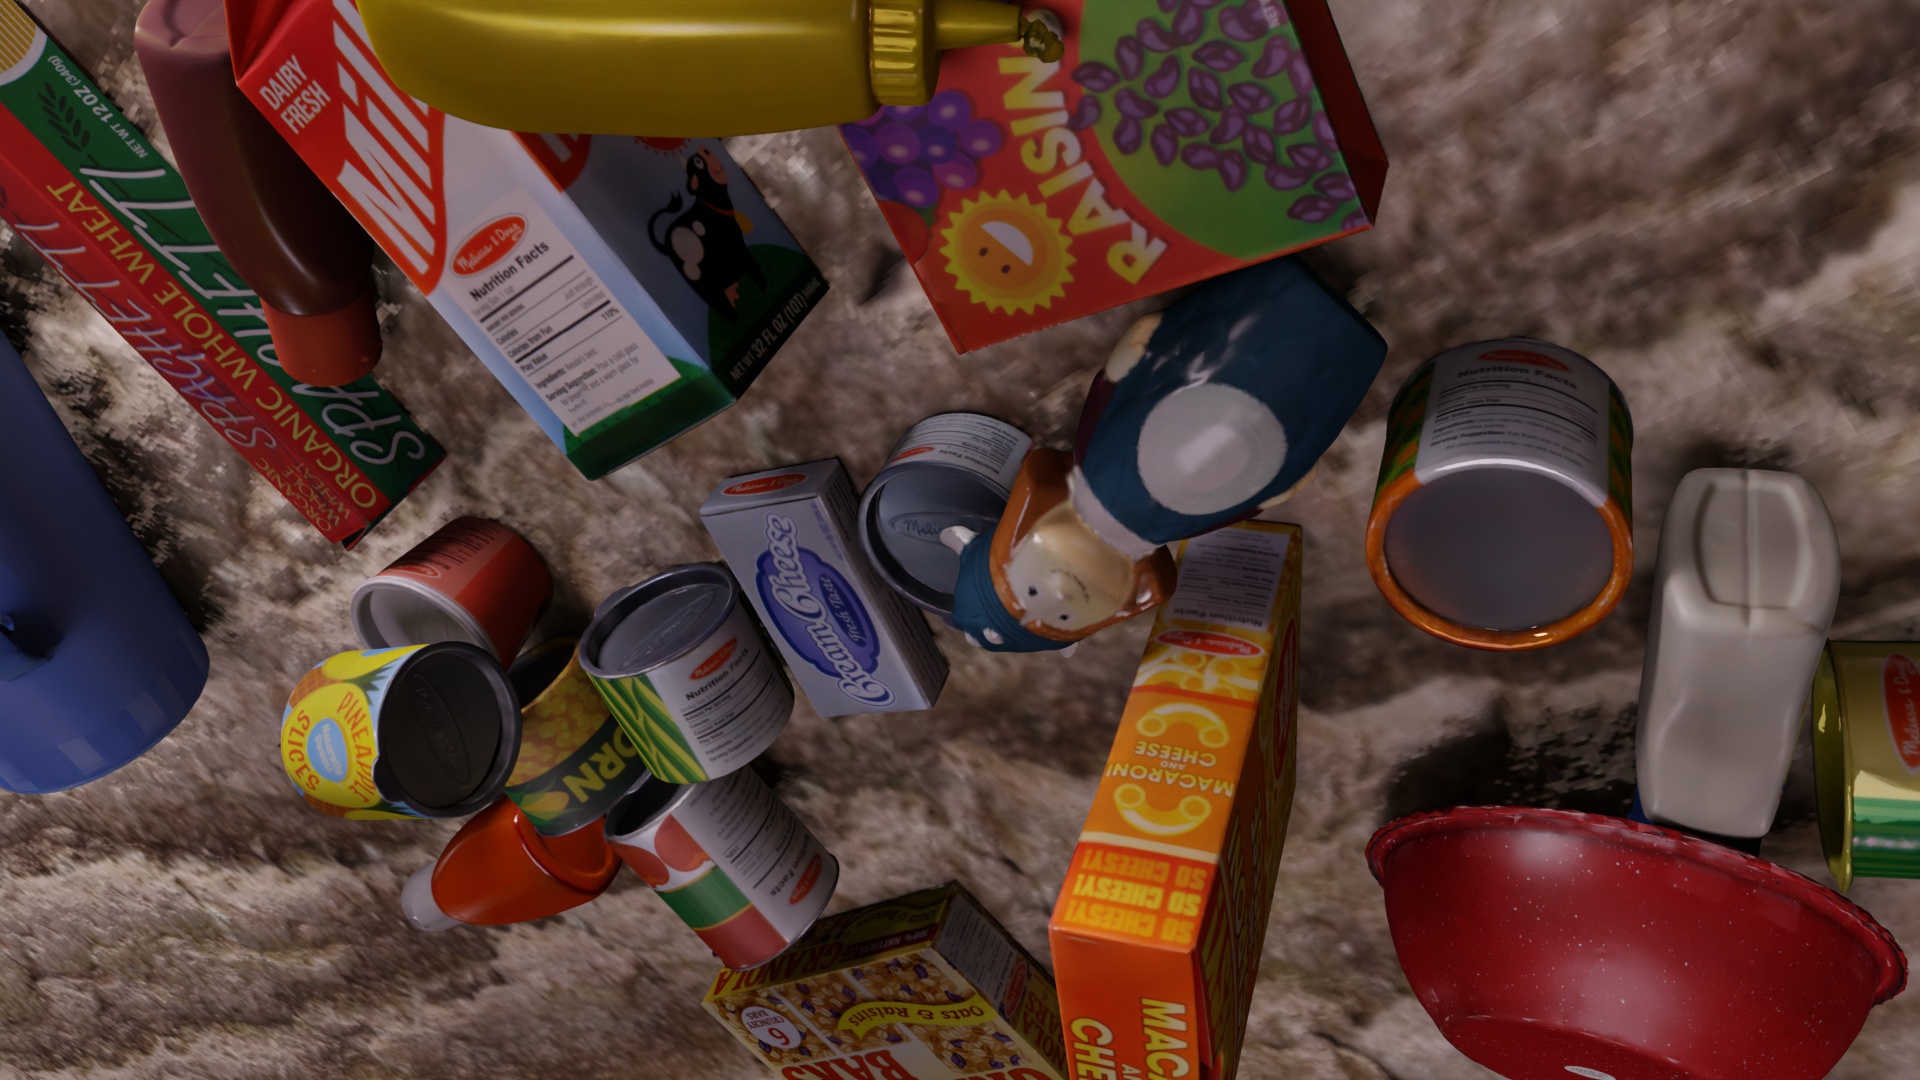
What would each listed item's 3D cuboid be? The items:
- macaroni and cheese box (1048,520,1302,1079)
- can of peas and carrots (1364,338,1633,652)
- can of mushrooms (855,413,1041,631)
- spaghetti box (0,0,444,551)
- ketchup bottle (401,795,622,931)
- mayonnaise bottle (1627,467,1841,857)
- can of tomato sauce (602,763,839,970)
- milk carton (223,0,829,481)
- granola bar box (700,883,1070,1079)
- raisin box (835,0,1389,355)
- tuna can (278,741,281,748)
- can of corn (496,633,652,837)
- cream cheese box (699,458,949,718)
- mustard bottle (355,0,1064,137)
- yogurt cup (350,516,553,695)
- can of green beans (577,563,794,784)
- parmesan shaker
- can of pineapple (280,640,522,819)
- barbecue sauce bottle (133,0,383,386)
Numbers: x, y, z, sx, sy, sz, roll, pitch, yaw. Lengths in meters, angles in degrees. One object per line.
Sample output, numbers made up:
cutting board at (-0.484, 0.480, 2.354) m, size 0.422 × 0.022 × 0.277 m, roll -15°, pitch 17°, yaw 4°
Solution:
macaroni and cheese box at (0.073, 0.091, 0.421) m, size 0.040 × 0.167 × 0.123 m, roll 6°, pitch 129°, yaw 19°
can of peas and carrots at (0.147, -0.010, 0.379) m, size 0.071 × 0.059 × 0.070 m, roll 13°, pitch 131°, yaw 15°
can of mushrooms at (0.002, -0.006, 0.466) m, size 0.071 × 0.034 × 0.070 m, roll 12°, pitch 131°, yaw 14°
spaghetti box at (-0.296, -0.104, 0.509) m, size 0.028 × 0.050 × 0.249 m, roll -23°, pitch 115°, yaw 38°
ketchup bottle at (-0.237, 0.169, 0.711) m, size 0.148 × 0.044 × 0.064 m, roll -28°, pitch 111°, yaw 38°
mayonnaise bottle at (0.216, 0.050, 0.396) m, size 0.041 × 0.065 × 0.147 m, roll 4°, pitch 139°, yaw 25°
can of tomato sauce at (-0.106, 0.135, 0.608) m, size 0.071 × 0.071 × 0.083 m, roll -22°, pitch 115°, yaw 36°
milk carton at (-0.133, -0.119, 0.408) m, size 0.073 × 0.073 × 0.190 m, roll -22°, pitch 116°, yaw 36°
granola bar box at (-0.028, 0.235, 0.673) m, size 0.165 × 0.039 × 0.124 m, roll -26°, pitch 112°, yaw 37°
raisin box at (0.037, -0.106, 0.364) m, size 0.123 × 0.040 × 0.086 m, roll -12°, pitch 122°, yaw 33°
tuna can at (-0.278, 0.081, 0.642) m, size 0.033 × 0.071 × 0.071 m, roll 46°, pitch 131°, yaw -16°
can of corn at (-0.170, 0.082, 0.593) m, size 0.071 × 0.071 × 0.058 m, roll -16°, pitch 119°, yaw 34°
cream cheese box at (-0.049, 0.021, 0.517) m, size 0.053 × 0.024 × 0.103 m, roll -8°, pitch 123°, yaw 30°
mustard bottle at (-0.055, -0.127, 0.327) m, size 0.160 × 0.065 × 0.048 m, roll 5°, pitch 152°, yaw 4°
yogurt cup at (-0.206, 0.027, 0.573) m, size 0.072 × 0.054 × 0.072 m, roll 13°, pitch 131°, yaw 15°
can of green beans at (-0.105, 0.051, 0.539) m, size 0.071 × 0.071 × 0.057 m, roll -5°, pitch 125°, yaw 27°
parmesan shaker at (0.288, 0.062, 0.365) m, size 0.103 × 0.072 × 0.071 m, roll -1°, pitch 126°, yaw 25°
can of pineapple at (-0.213, 0.073, 0.527) m, size 0.058 × 0.071 × 0.070 m, roll -8°, pitch 123°, yaw 29°
barbecue sauce bottle at (-0.223, -0.114, 0.462) m, size 0.044 × 0.065 × 0.147 m, roll 18°, pitch 141°, yaw 3°
